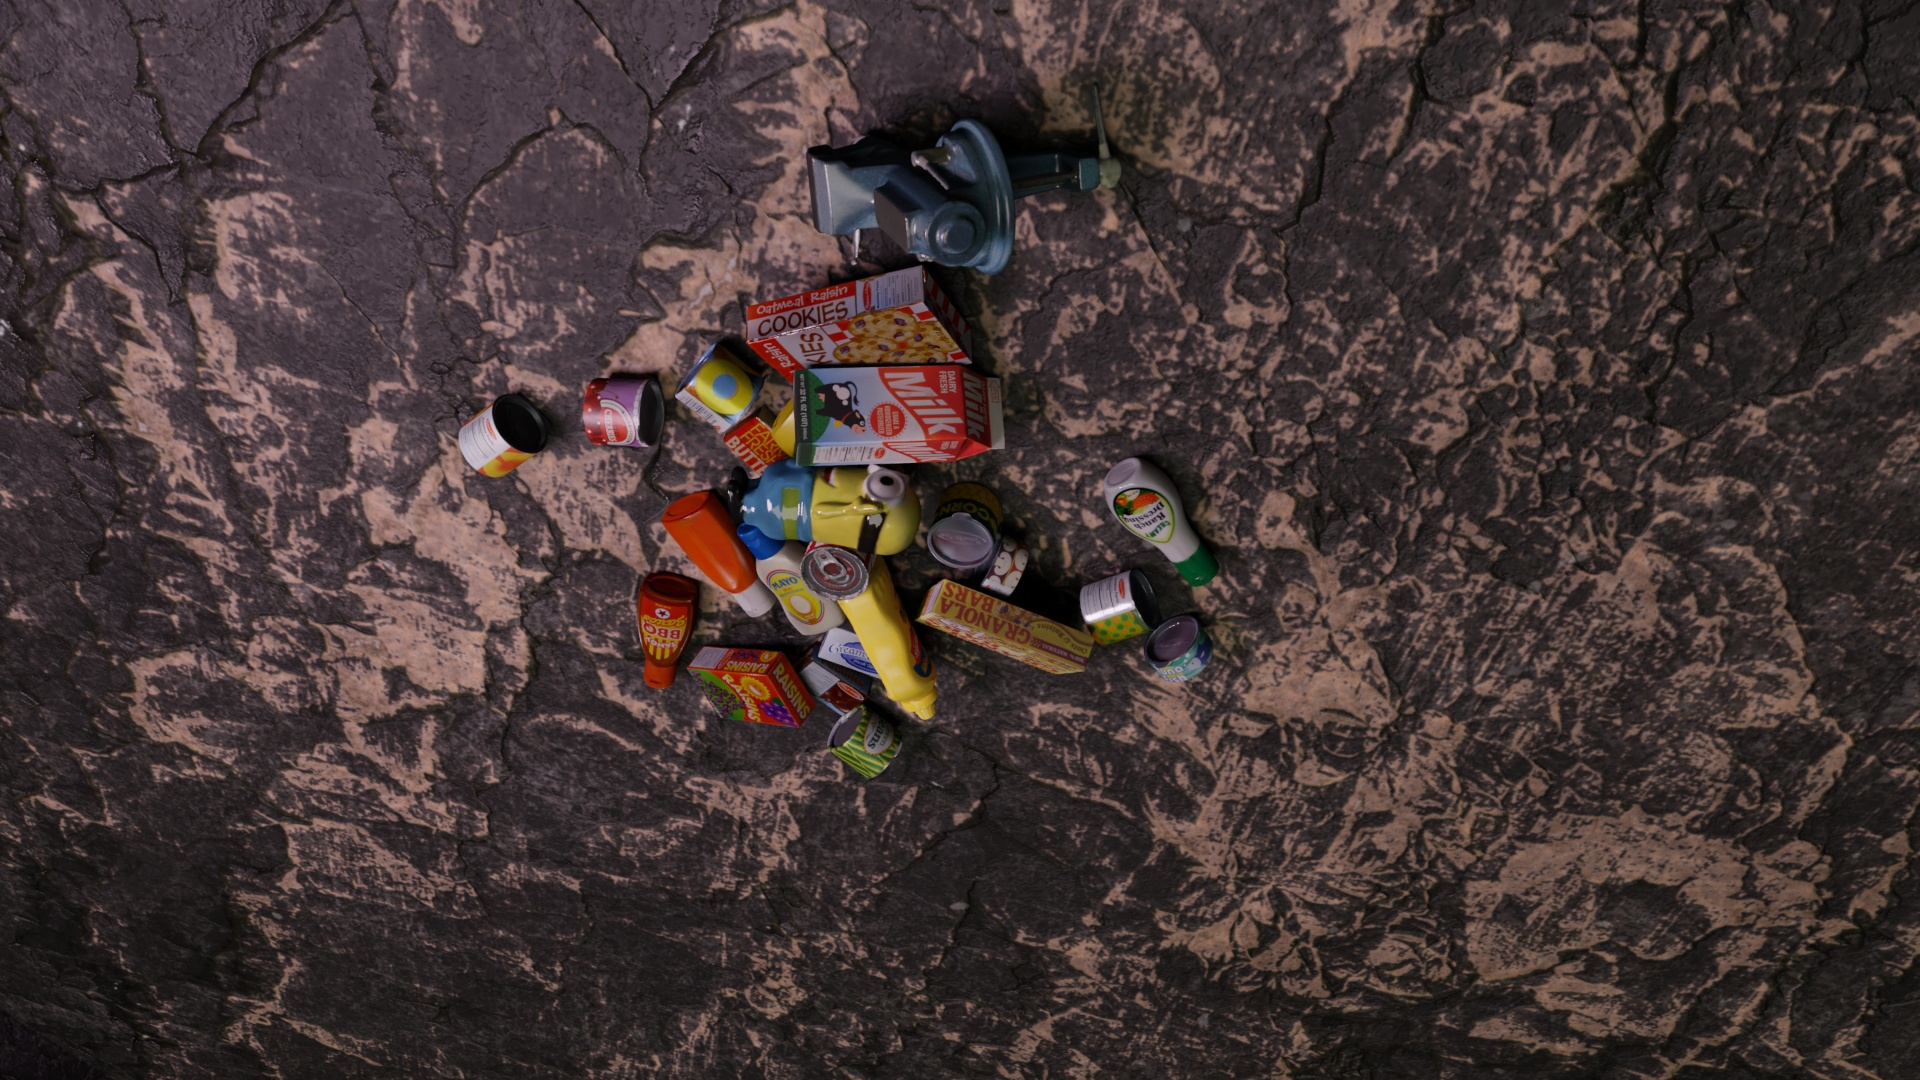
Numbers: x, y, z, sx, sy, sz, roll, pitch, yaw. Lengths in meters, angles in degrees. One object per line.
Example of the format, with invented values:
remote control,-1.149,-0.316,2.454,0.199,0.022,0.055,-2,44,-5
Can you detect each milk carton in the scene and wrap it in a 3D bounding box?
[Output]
milk carton,-0.055,-0.114,1.265,0.191,0.072,0.073,-2,167,-9

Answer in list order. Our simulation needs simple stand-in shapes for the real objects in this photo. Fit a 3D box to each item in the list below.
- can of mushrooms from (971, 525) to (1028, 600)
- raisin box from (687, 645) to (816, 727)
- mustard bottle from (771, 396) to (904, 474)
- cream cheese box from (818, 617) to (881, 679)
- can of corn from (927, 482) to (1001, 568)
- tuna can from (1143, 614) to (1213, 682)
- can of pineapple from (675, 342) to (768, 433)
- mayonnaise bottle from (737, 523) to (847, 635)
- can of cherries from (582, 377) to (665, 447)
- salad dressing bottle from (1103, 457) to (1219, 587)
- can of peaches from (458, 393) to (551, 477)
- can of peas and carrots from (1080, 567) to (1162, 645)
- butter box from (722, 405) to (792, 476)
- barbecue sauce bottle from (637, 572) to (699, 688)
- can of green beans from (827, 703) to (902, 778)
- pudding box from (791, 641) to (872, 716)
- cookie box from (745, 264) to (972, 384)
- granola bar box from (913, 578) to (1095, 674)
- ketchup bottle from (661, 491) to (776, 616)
can of mushrooms,0.041,0.023,1.397,0.033,0.071,0.070,24,129,-11
raisin box,-0.234,0.163,1.556,0.123,0.040,0.085,1,131,36
mustard bottle,-0.104,-0.081,1.349,0.160,0.049,0.065,34,126,-16
cream cheese box,-0.100,0.121,1.529,0.104,0.024,0.053,20,128,-6
can of corn,0.005,-0.017,1.374,0.071,0.058,0.070,5,129,7
tuna can,0.224,0.114,1.430,0.071,0.071,0.032,-25,121,27
can of pineapple,-0.226,-0.146,1.311,0.058,0.071,0.070,37,126,-19
mayonnaise bottle,-0.180,0.035,1.463,0.064,0.041,0.147,-18,124,26
can of cherries,-0.326,-0.123,1.343,0.058,0.072,0.071,3,129,9
salad dressing bottle,0.198,-0.016,1.348,0.064,0.044,0.147,-27,119,30
can of peaches,-0.455,-0.104,1.389,0.058,0.071,0.071,-28,119,29
can of peas and carrots,0.163,0.069,1.409,0.058,0.071,0.070,-21,122,26
butter box,-0.180,-0.083,1.379,0.053,0.024,0.103,-32,117,30
barbecue sauce bottle,-0.329,0.103,1.545,0.065,0.044,0.147,15,130,-2
can of green beans,-0.110,0.229,1.591,0.057,0.071,0.071,41,125,-20
pudding box,-0.147,0.156,1.562,0.083,0.030,0.049,37,125,-19
cookie box,-0.089,-0.182,1.233,0.167,0.040,0.122,-10,159,18
granola bar box,0.043,0.090,1.424,0.165,0.039,0.124,21,170,-7
ketchup bottle,-0.248,0.018,1.460,0.064,0.044,0.148,-16,124,26
